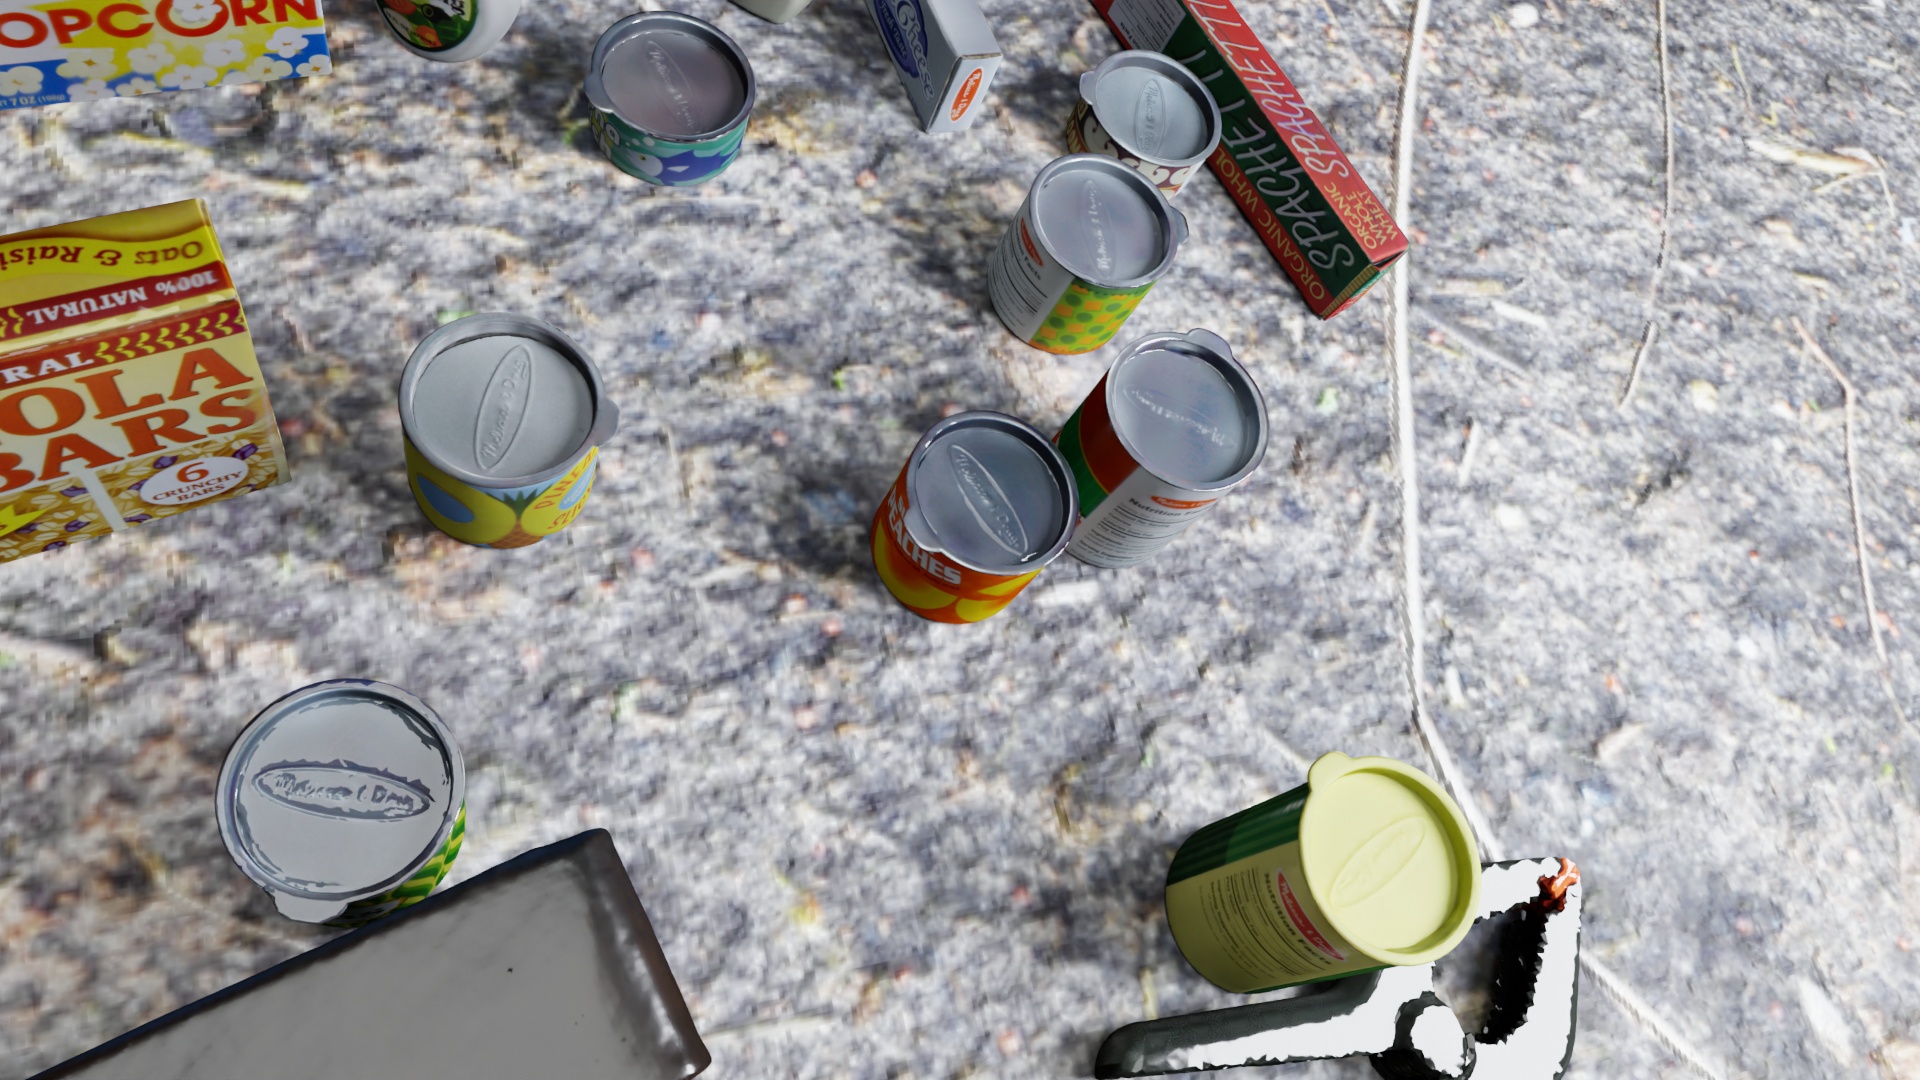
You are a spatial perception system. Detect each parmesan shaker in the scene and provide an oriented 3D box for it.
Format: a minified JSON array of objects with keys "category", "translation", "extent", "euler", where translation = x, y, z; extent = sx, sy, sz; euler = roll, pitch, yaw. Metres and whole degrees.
[{"category":"parmesan shaker","translation":[0.121,0.118,0.488],"extent":[0.071,0.102,0.071],"euler":[7,66,-16]}]

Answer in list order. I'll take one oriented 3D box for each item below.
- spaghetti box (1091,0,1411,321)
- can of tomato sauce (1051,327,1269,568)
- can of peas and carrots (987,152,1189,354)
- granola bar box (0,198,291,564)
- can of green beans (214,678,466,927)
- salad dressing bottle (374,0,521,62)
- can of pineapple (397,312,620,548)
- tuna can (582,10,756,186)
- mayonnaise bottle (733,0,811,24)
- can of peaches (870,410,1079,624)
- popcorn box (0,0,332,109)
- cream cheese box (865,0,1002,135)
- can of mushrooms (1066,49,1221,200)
[{"category":"spaghetti box","translation":[0.123,-0.219,0.665],"extent":[0.029,0.050,0.250],"euler":[-27,78,-26]},{"category":"can of tomato sauce","translation":[0.072,-0.035,0.549],"extent":[0.071,0.082,0.071],"euler":[7,66,-16]},{"category":"can of peas and carrots","translation":[0.053,-0.121,0.594],"extent":[0.071,0.058,0.071],"euler":[7,66,-16]},{"category":"granola bar box","translation":[-0.291,-0.032,0.401],"extent":[0.166,0.123,0.039],"euler":[-21,76,-25]},{"category":"can of green beans","translation":[-0.187,0.082,0.425],"extent":[0.071,0.057,0.071],"euler":[7,66,-16]},{"category":"salad dressing bottle","translation":[-0.192,-0.242,0.513],"extent":[0.064,0.147,0.044],"euler":[34,62,-3]},{"category":"can of pineapple","translation":[-0.158,-0.036,0.486],"extent":[0.071,0.057,0.071],"euler":[7,66,-16]},{"category":"tuna can","translation":[-0.122,-0.182,0.576],"extent":[0.071,0.032,0.071],"euler":[7,66,-16]},{"category":"mayonnaise bottle","translation":[-0.074,-0.285,0.571],"extent":[0.065,0.147,0.041],"euler":[37,62,-1]},{"category":"can of peaches","translation":[0.002,-0.007,0.527],"extent":[0.071,0.057,0.071],"euler":[7,66,-16]},{"category":"popcorn box","translation":[-0.298,-0.201,0.495],"extent":[0.127,0.085,0.038],"euler":[-16,74,-24]},{"category":"cream cheese box","translation":[-0.018,-0.241,0.625],"extent":[0.024,0.053,0.104],"euler":[-16,74,-24]},{"category":"can of mushrooms","translation":[0.083,-0.194,0.650],"extent":[0.071,0.033,0.071],"euler":[7,66,-16]}]
